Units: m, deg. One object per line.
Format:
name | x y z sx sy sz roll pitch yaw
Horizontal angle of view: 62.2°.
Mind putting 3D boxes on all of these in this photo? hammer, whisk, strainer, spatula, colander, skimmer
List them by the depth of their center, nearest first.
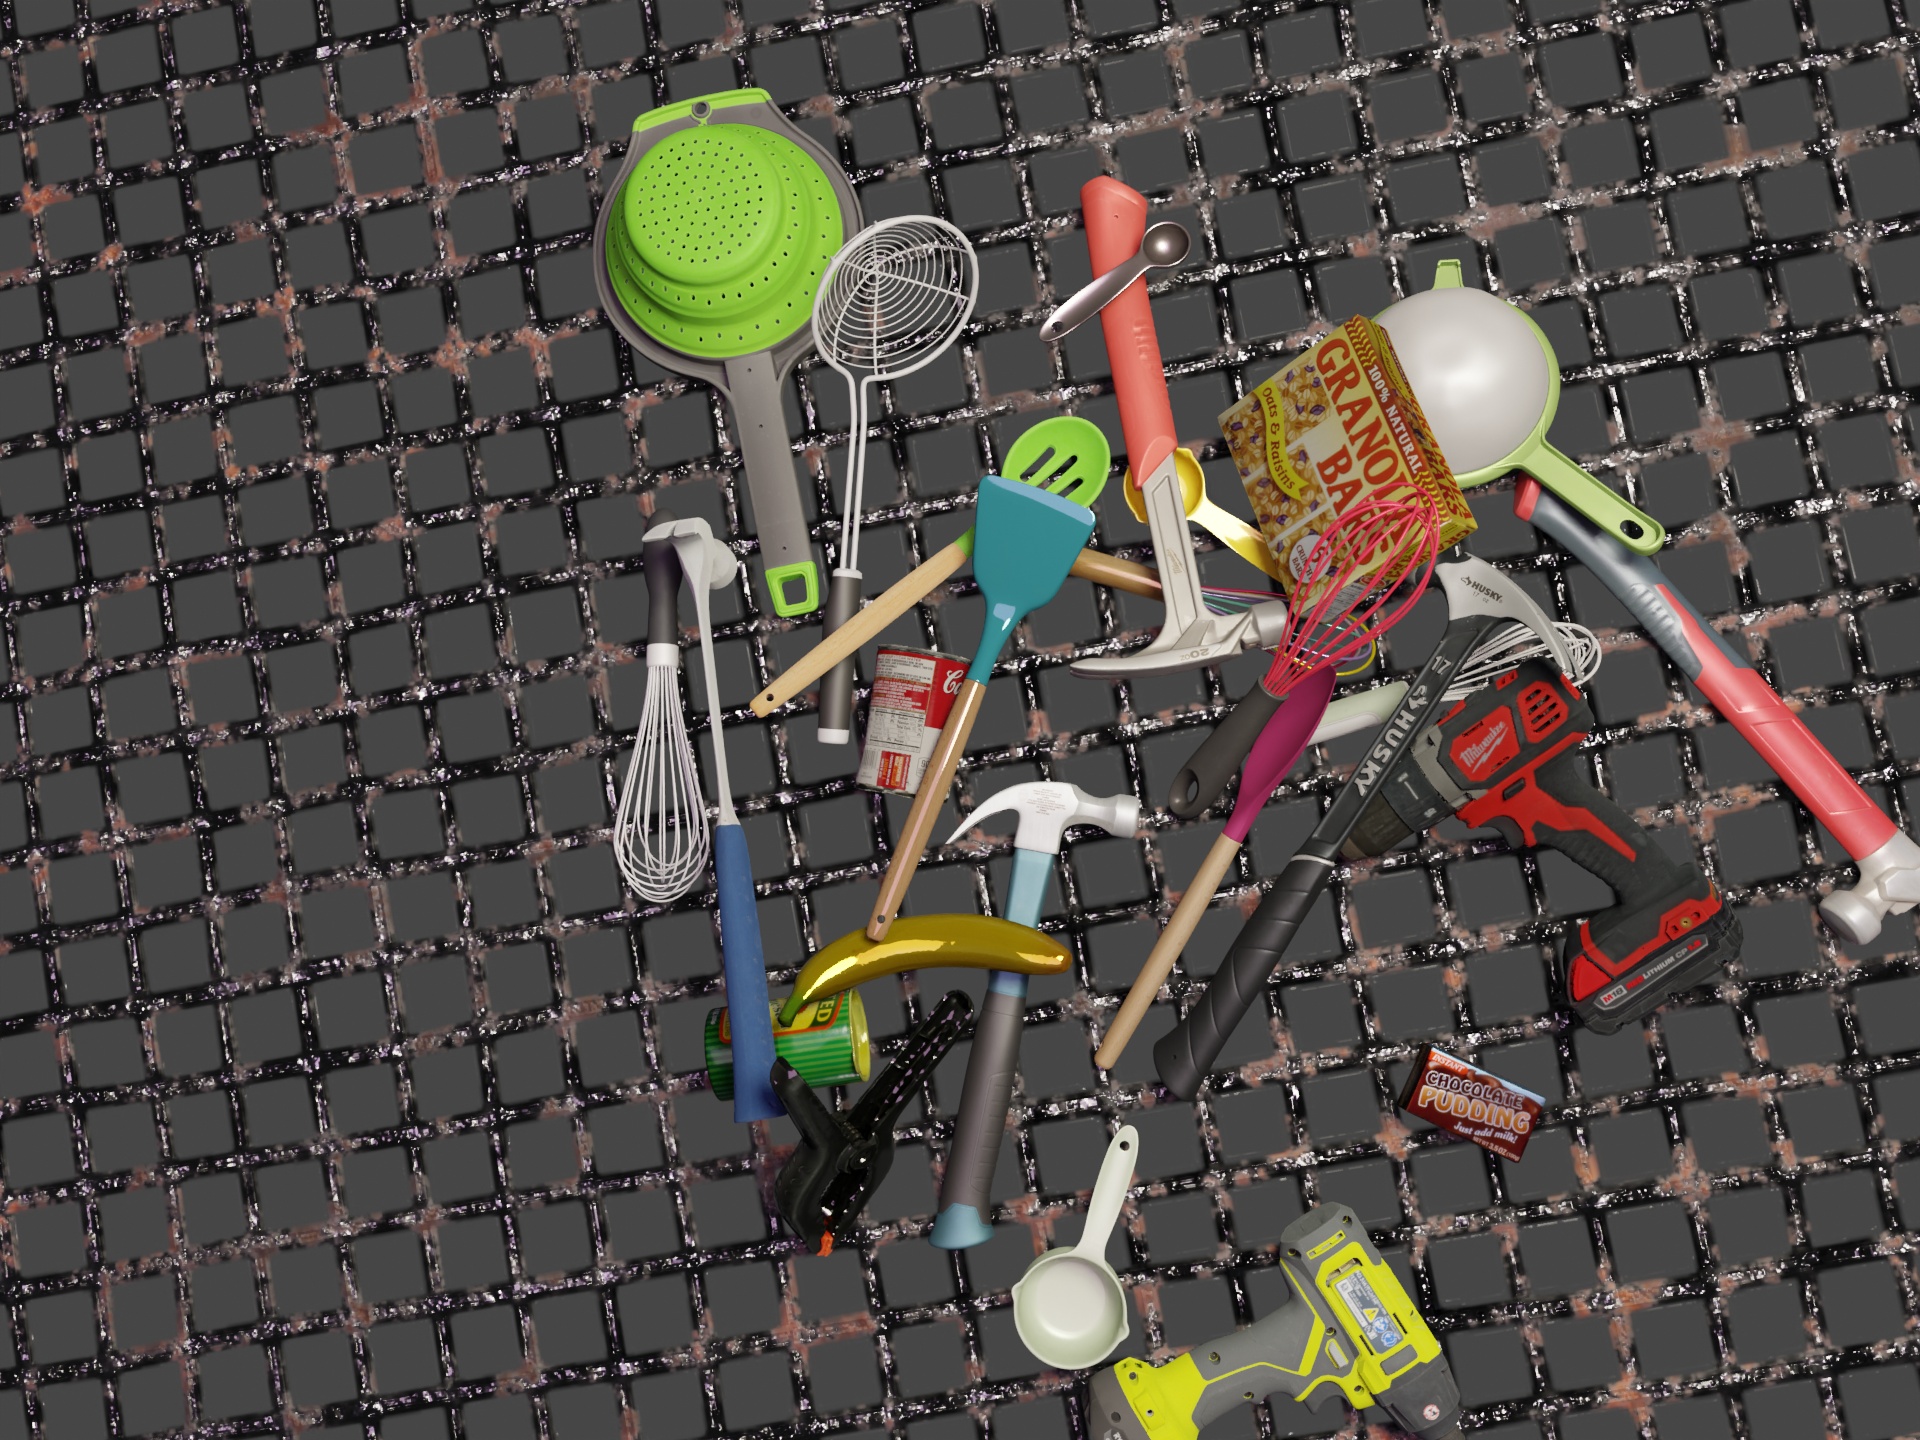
whisk | 0.213 -0.034 1.027 0.073 0.073 0.295 37 128 6
hammer | 0.248 0.080 1.049 0.149 0.036 0.409 41 105 42
strainer | 0.364 -0.203 1.060 0.151 0.069 0.256 -45 68 0
spatula | -0.002 -0.003 1.060 0.082 0.044 0.317 21 85 5
hammer | -0.158 0.060 1.060 0.035 0.144 0.406 -9 81 3
hammer | 0.529 -0.041 1.081 0.143 0.038 0.386 -40 84 0
whisk | 0.316 -0.017 1.094 0.246 0.057 0.059 -17 50 7
hammer | 0.119 -0.207 1.101 0.149 0.036 0.359 -10 77 3
hammer | 0.031 0.203 1.106 0.128 0.033 0.331 11 87 5
skimmer | -0.057 -0.163 1.111 0.090 0.127 0.363 5 90 49
whisk | 0.170 -0.082 1.112 0.245 0.051 0.047 18 93 9
colander | -0.158 -0.272 1.125 0.204 0.094 0.397 -12 85 4
whisk | -0.213 -0.014 1.132 0.070 0.070 0.285 -2 81 4

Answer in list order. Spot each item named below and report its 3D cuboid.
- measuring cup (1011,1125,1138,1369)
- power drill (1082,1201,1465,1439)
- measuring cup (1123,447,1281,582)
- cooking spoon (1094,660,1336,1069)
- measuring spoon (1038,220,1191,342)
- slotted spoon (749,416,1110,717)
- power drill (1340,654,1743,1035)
measuring cup | 0.090 0.356 1.089 0.083 0.038 0.167 19 86 6
power drill | 0.209 0.452 1.054 0.223 0.080 0.171 -32 84 -1
measuring cup | 0.184 -0.136 1.123 0.156 0.029 0.062 35 89 4
cooking spoon | 0.172 0.102 1.081 0.017 0.069 0.319 26 100 -14
measuring spoon | 0.106 -0.298 1.098 0.124 0.018 0.034 -36 72 4
slotted spoon | -0.022 -0.104 1.110 0.314 0.031 0.070 -39 84 -10
power drill | 0.376 0.094 1.052 0.188 0.080 0.227 -39 85 21
